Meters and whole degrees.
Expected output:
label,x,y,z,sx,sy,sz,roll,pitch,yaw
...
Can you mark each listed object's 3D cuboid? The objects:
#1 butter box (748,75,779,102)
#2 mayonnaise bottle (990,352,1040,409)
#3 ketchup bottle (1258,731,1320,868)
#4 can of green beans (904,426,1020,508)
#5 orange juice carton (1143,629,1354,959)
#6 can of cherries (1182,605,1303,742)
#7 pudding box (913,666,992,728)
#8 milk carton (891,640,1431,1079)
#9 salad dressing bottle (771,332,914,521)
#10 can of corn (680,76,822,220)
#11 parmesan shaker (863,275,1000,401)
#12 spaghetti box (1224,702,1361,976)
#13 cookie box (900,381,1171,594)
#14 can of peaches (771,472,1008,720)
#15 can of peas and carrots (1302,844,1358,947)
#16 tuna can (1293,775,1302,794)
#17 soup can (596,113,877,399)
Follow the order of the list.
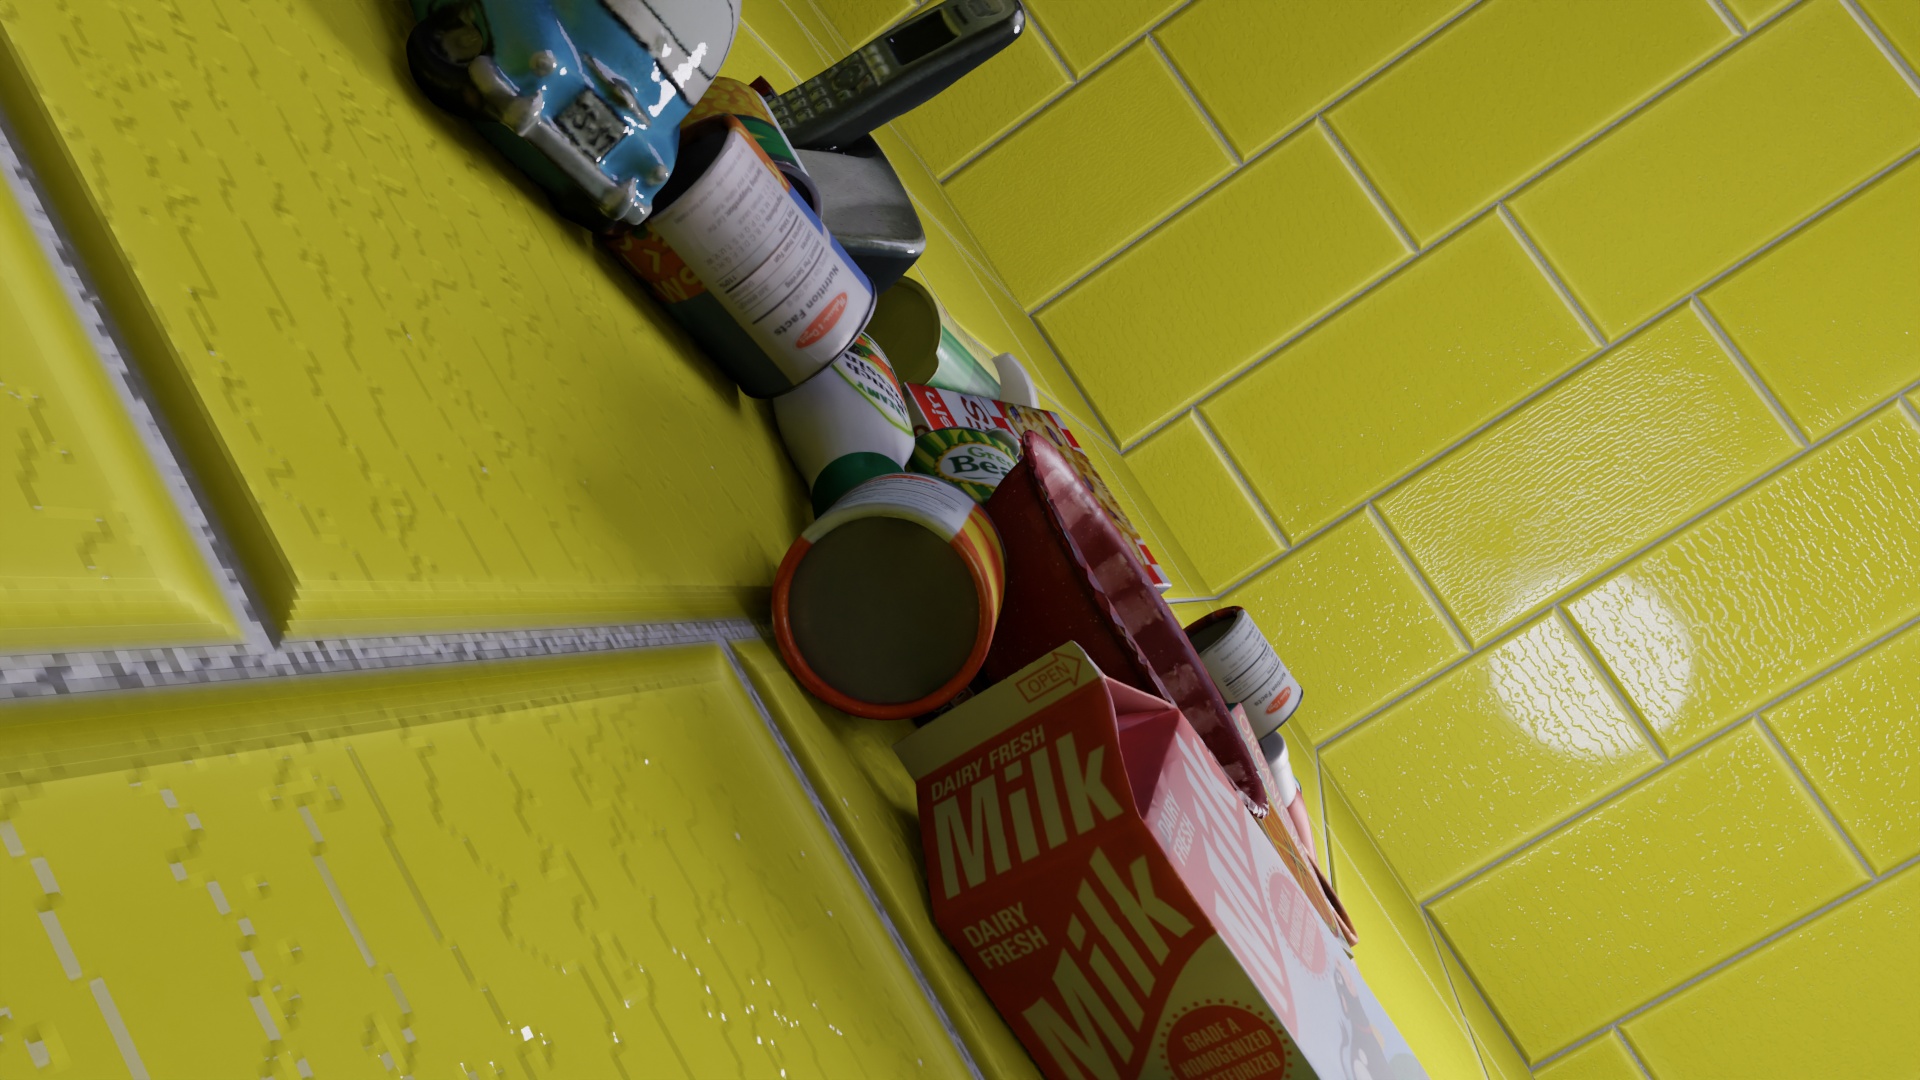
label,x,y,z,sx,sy,sz,roll,pitch,yaw
butter box,-0.098,-0.201,0.777,0.103,0.053,0.024,48,10,-39
mayonnaise bottle,0.045,-0.052,0.954,0.148,0.065,0.041,62,3,8
ketchup bottle,0.186,0.176,0.824,0.065,0.043,0.148,-108,178,-59
can of green beans,0.001,-0.006,0.586,0.071,0.071,0.058,49,12,-34
orange juice carton,0.084,0.102,0.596,0.071,0.073,0.193,43,19,-53
can of cherries,0.142,0.078,0.761,0.058,0.071,0.071,53,10,-7
pudding box,0.000,0.048,0.518,0.049,0.030,0.084,56,10,-8
milk carton,0.059,0.122,0.408,0.190,0.072,0.074,55,23,-5
salad dressing bottle,-0.043,-0.036,0.542,0.064,0.044,0.148,40,17,-30
can of corn,-0.100,-0.146,0.570,0.058,0.071,0.071,61,11,30
parmesan shaker,-0.022,-0.090,0.739,0.071,0.071,0.103,60,10,21
spaghetti box,0.164,0.198,0.661,0.050,0.028,0.250,-25,91,-63
cookie box,0.031,-0.014,0.715,0.168,0.040,0.123,1,53,-60
can of peaches,-0.020,0.018,0.425,0.071,0.071,0.058,55,10,-5
can of peas and carrots,0.175,0.204,0.755,0.071,0.058,0.071,54,11,-15
tuna can,0.182,0.164,0.901,0.032,0.071,0.071,51,11,-23
soup can,-0.083,-0.105,0.515,0.083,0.071,0.071,48,13,-36
